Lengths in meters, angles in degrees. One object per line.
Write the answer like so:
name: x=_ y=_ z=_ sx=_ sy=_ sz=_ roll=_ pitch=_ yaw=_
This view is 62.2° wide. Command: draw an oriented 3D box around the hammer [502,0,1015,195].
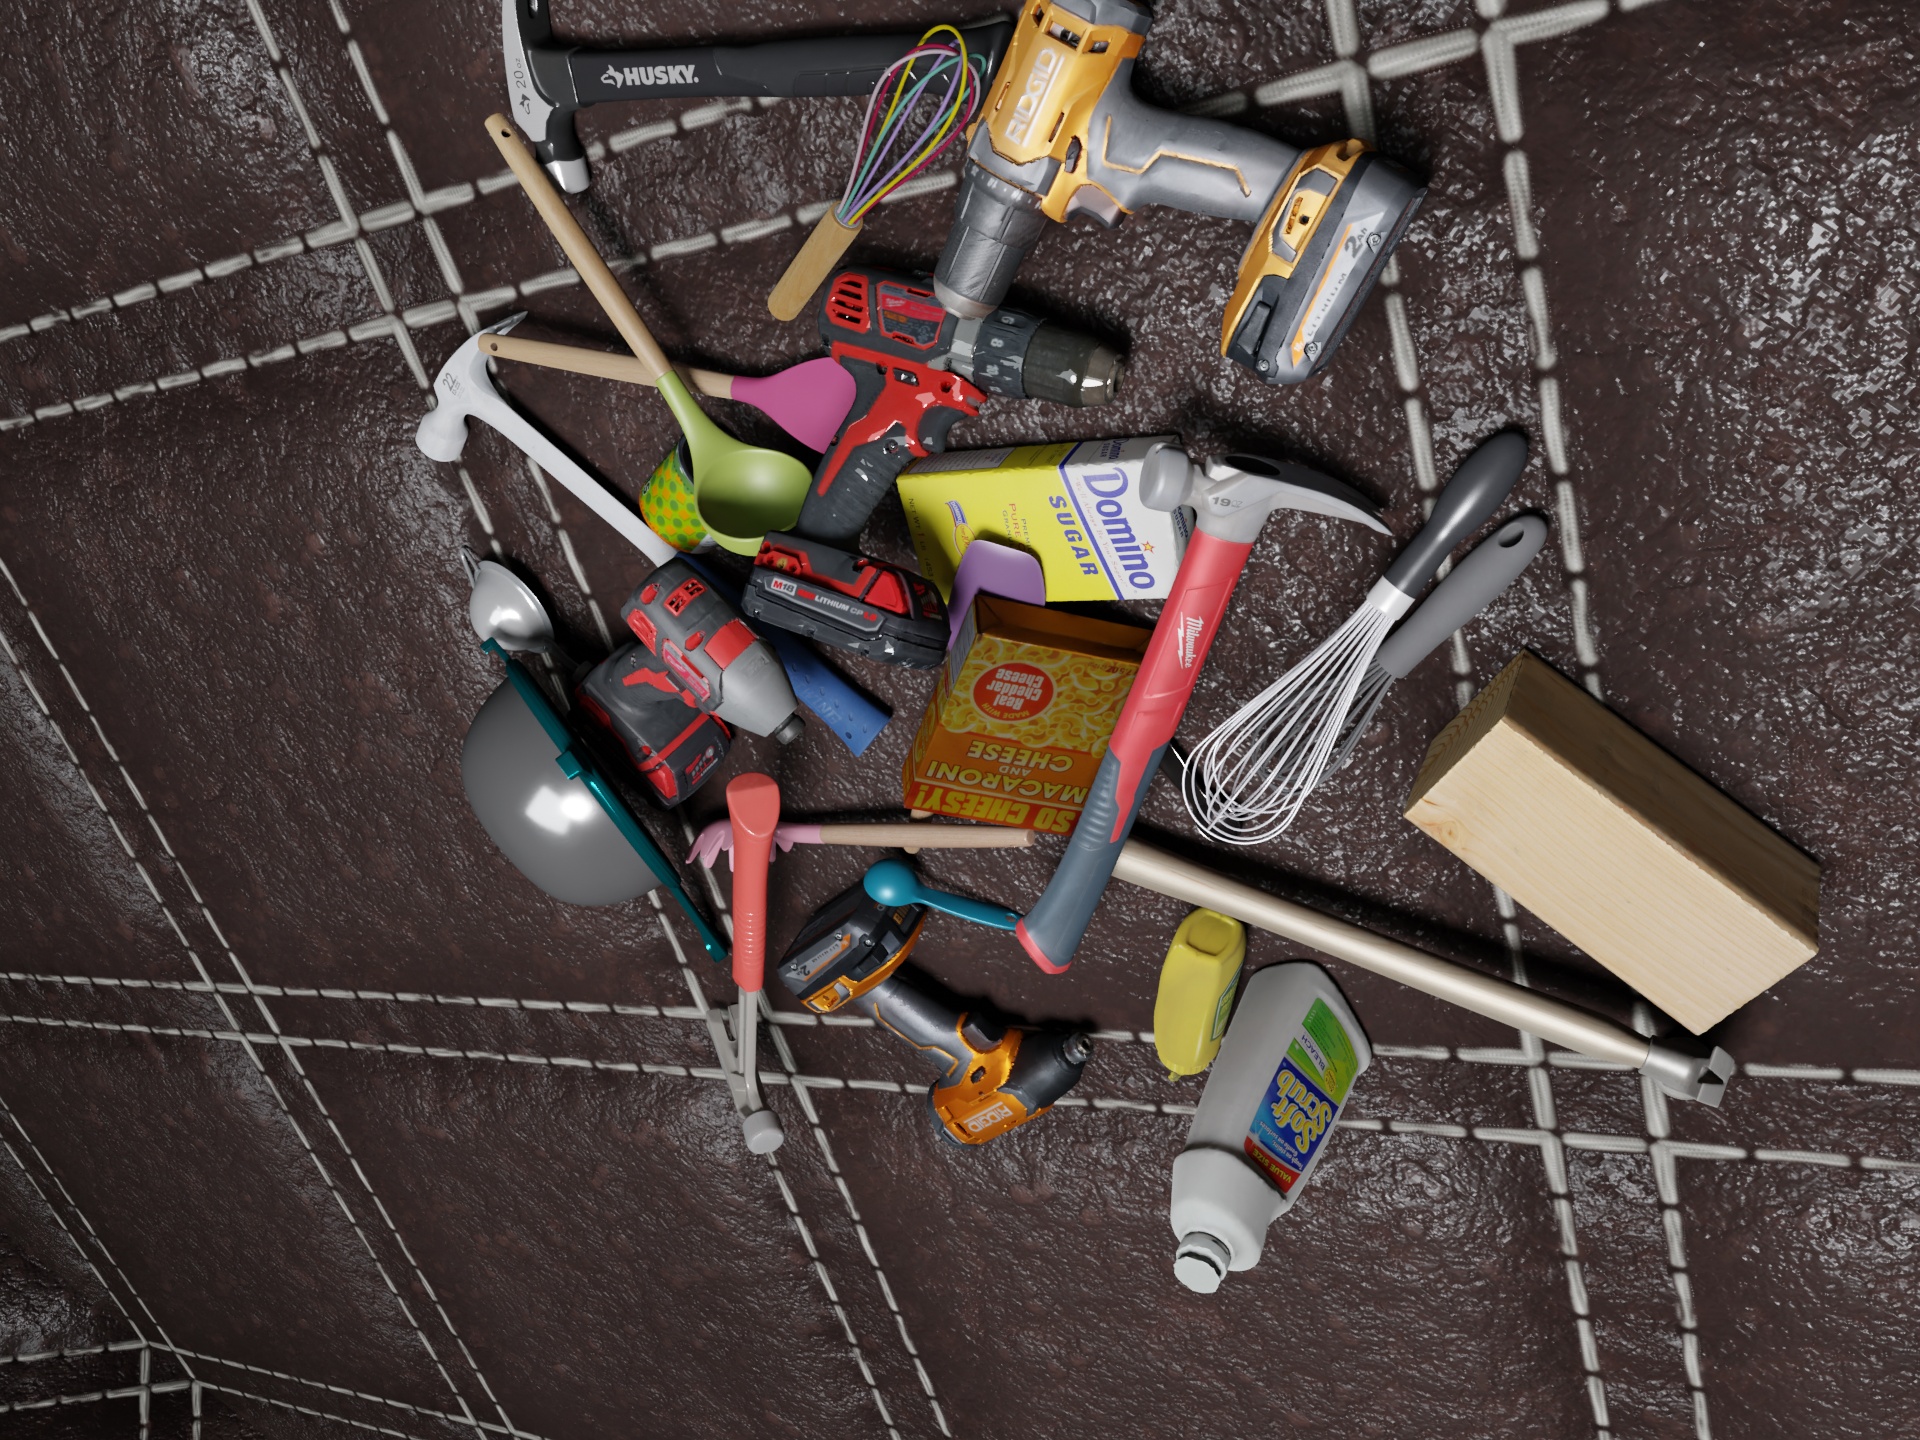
hammer: x=-0.124 y=-0.382 z=0.920 sx=0.335 sy=0.035 sz=0.146 roll=8 pitch=124 yaw=24

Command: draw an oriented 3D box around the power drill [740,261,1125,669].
power drill: x=-0.018 y=-0.146 z=0.935 sx=0.188 sy=0.080 sz=0.226 roll=20 pitch=95 yaw=20

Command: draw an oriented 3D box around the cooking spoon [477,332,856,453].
cooking spoon: x=-0.171 y=-0.222 z=1.038 sx=0.319 sy=0.017 sz=0.068 roll=12 pitch=119 yaw=12

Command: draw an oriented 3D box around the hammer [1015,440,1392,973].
hammer: x=0.126 y=0.014 z=0.985 sx=0.143 sy=0.038 sz=0.386 roll=10 pitch=125 yaw=-11

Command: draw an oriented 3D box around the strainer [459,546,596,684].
strainer: x=-0.300 y=-0.041 z=1.237 sx=0.258 sy=0.050 sz=0.087 roll=37 pitch=146 yaw=-2

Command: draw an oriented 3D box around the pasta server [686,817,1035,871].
pasta server: x=-0.080 y=0.092 z=1.182 sx=0.316 sy=0.060 sz=0.040 roll=-2 pitch=75 yaw=36

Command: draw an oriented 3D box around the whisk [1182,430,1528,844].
whisk: x=0.221 y=-0.044 z=0.898 sx=0.070 sy=0.070 sz=0.284 roll=36 pitch=110 yaw=4

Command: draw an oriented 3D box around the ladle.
ladle: x=-0.198 y=-0.242 z=0.996 sx=0.320 sy=0.078 sz=0.062 roll=57 pitch=160 yaw=-8

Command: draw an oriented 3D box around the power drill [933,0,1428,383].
power drill: x=0.101 y=-0.259 z=0.832 sx=0.226 sy=0.084 sz=0.185 roll=33 pitch=118 yaw=10

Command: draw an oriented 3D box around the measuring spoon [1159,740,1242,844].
measuring spoon: x=0.146 y=0.029 z=1.055 sx=0.124 sy=0.018 sz=0.034 roll=53 pitch=136 yaw=-2

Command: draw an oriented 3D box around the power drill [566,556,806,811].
power drill: x=-0.191 y=-0.017 z=1.121 sx=0.143 sy=0.078 sz=0.219 roll=46 pitch=150 yaw=-5

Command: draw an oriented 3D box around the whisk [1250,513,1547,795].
whisk: x=0.253 y=-0.037 z=0.934 sx=0.055 sy=0.055 sz=0.239 roll=40 pitch=126 yaw=0

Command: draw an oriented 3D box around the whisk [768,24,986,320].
whisk: x=-0.055 y=-0.304 z=0.907 sx=0.047 sy=0.051 sz=0.245 roll=51 pitch=144 yaw=-3

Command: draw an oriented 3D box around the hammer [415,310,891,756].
hammer: x=-0.212 y=-0.123 z=1.135 sx=0.405 sy=0.035 sz=0.144 roll=40 pitch=131 yaw=0

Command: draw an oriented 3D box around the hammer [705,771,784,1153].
hammer: x=-0.165 y=0.173 z=1.225 sx=0.149 sy=0.036 sz=0.358 roll=-118 pitch=26 yaw=-43

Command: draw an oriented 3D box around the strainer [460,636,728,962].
strainer: x=-0.286 y=0.106 z=1.231 sx=0.211 sy=0.095 sz=0.340 roll=43 pitch=164 yaw=45

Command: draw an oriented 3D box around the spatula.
spatula: x=-0.002 y=-0.003 z=1.078 sx=0.060 sy=0.018 sz=0.315 roll=17 pitch=138 yaw=-2

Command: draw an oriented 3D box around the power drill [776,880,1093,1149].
power drill: x=-0.012 y=0.223 z=1.225 sx=0.226 sy=0.084 sz=0.164 roll=45 pitch=129 yaw=-10

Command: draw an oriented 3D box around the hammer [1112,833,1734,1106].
hammer: x=0.267 y=0.147 z=1.004 sx=0.411 sy=0.146 sz=0.038 roll=20 pitch=86 yaw=22

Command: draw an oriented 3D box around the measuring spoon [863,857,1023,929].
measuring spoon: x=-0.009 y=0.129 z=1.183 sx=0.128 sy=0.042 sz=0.021 roll=16 pitch=128 yaw=2
